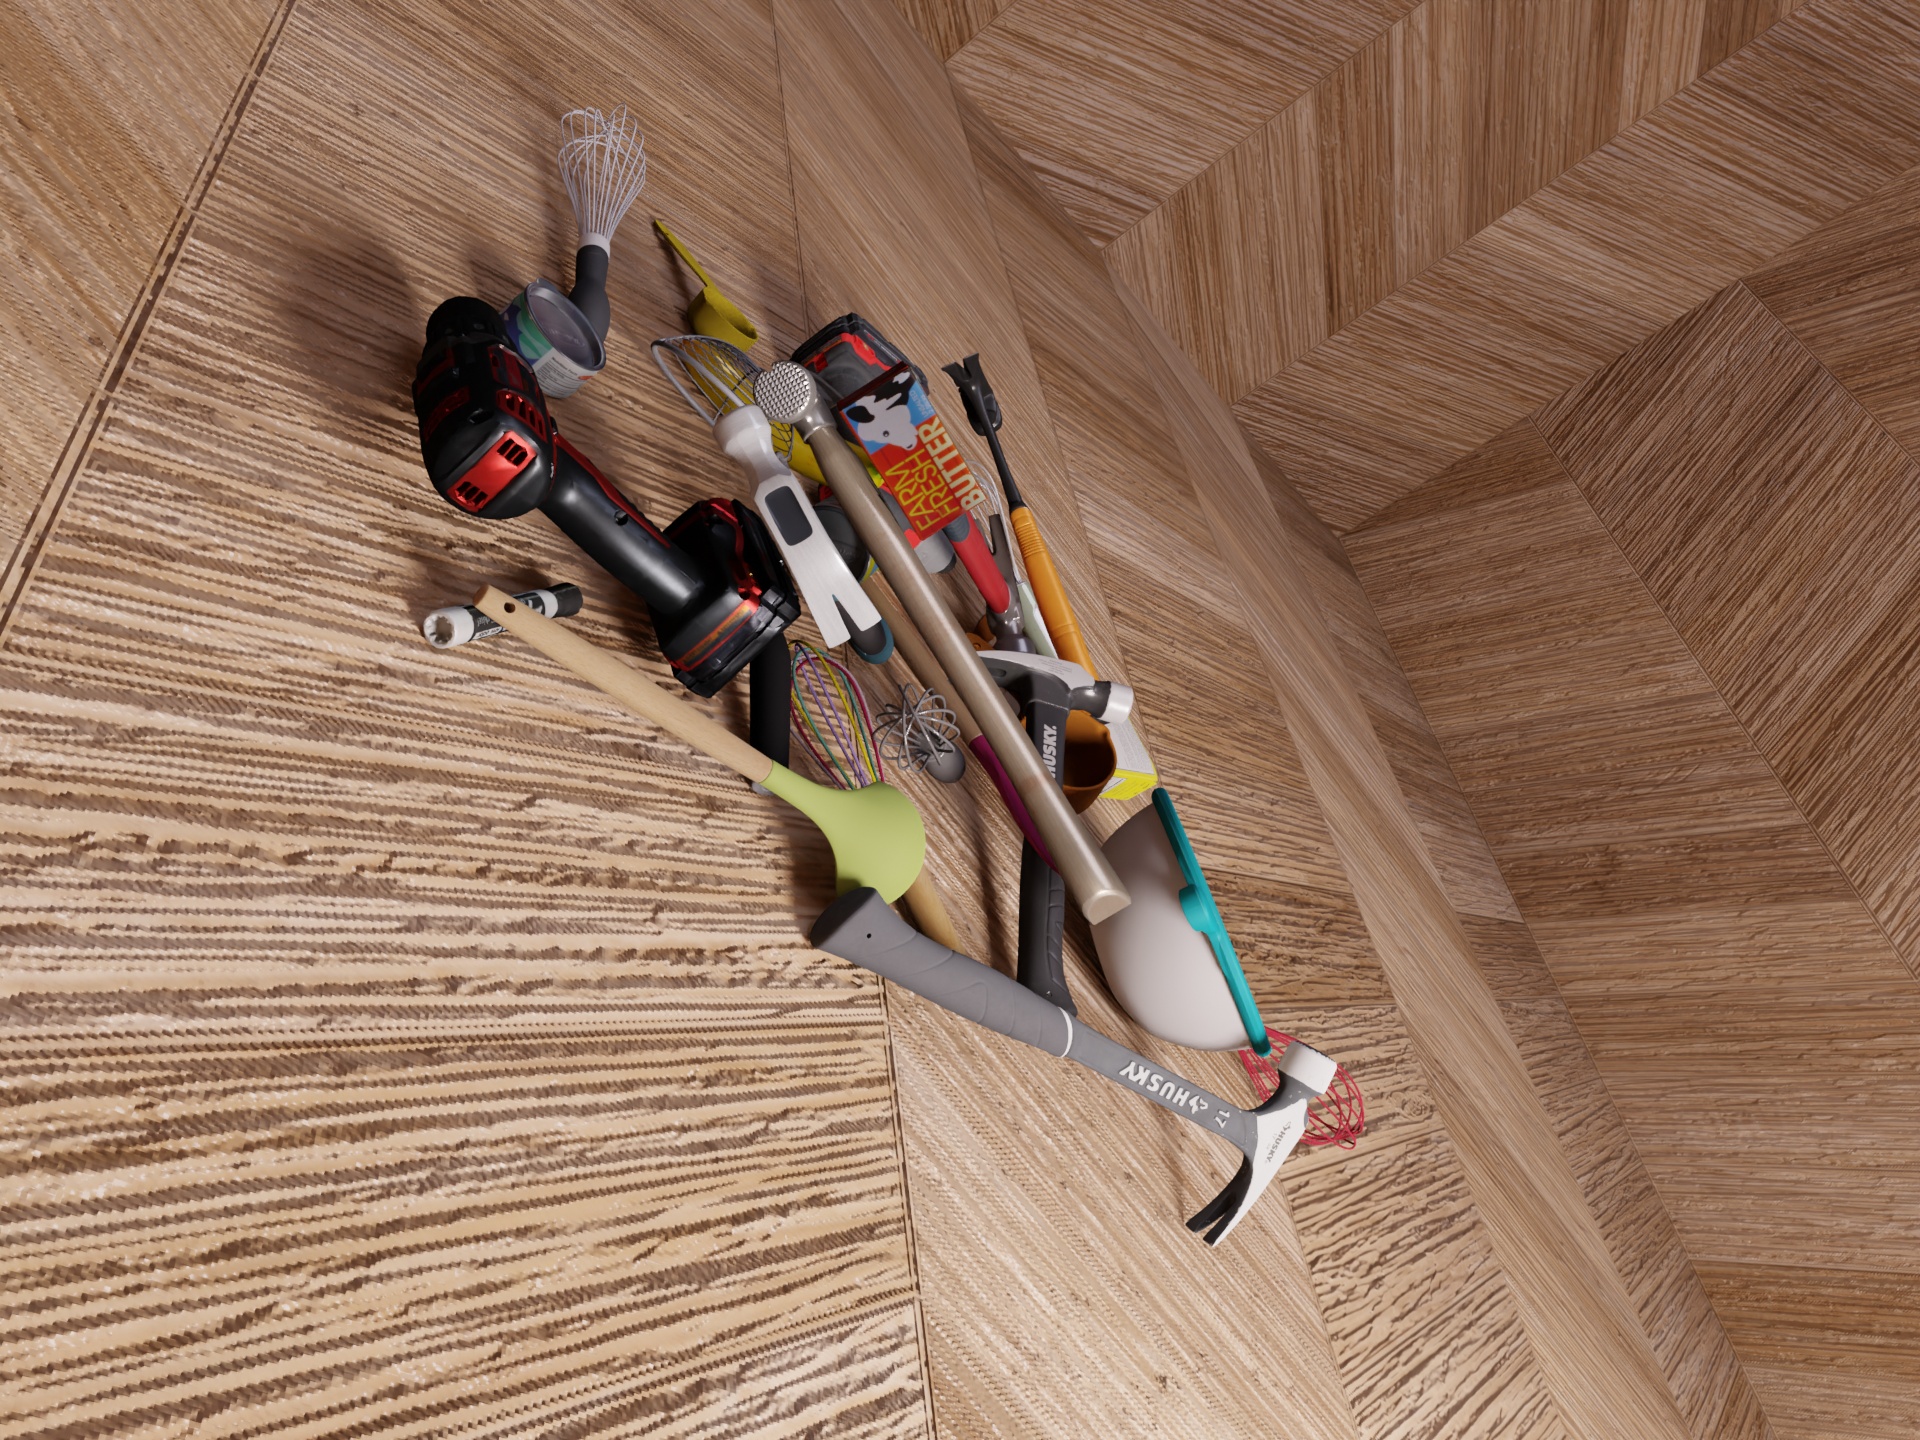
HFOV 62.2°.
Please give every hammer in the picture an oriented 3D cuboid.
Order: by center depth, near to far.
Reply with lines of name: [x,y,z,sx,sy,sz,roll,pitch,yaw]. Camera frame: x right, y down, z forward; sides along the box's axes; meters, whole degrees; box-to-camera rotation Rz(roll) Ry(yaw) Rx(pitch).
hammer: [0.072,0.205,0.990,0.408,0.149,0.036,32,-6,-31]
hammer: [-0.079,-0.086,0.998,0.128,0.033,0.331,61,0,10]
hammer: [-0.005,-0.050,1.052,0.410,0.038,0.146,59,8,-1]
hammer: [0.054,0.078,1.138,0.146,0.035,0.335,16,45,-12]
hammer: [-0.005,-0.162,1.211,0.386,0.038,0.143,53,24,-69]
hammer: [0.061,-0.151,1.362,0.127,0.034,0.337,46,23,-74]

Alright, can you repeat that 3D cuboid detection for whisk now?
whisk: [-0.053,0.059,1.004,0.245,0.047,0.051,63,24,6]
whisk: [-0.018,0.018,1.048,0.055,0.055,0.239,61,1,11]
whisk: [-0.259,-0.351,1.126,0.070,0.070,0.285,38,33,-40]
whisk: [0.232,0.255,1.310,0.295,0.073,0.073,44,24,-14]
whisk: [0.049,-0.131,1.479,0.058,0.059,0.246,-23,85,-56]

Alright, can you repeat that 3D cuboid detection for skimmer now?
skimmer: [-0.153,-0.106,1.031,0.127,0.090,0.364,55,25,-54]

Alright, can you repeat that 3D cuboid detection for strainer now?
strainer: [0.137,0.152,1.119,0.340,0.095,0.211,42,26,-76]

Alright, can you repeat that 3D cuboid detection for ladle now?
ladle: [-0.134,0.016,0.865,0.319,0.062,0.078,36,64,-35]

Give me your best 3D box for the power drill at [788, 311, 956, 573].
power drill: [-0.067,-0.221,1.324,0.143,0.078,0.220,33,34,-45]

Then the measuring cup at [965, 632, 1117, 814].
measuring cup: [0.049,0.005,1.266,0.095,0.052,0.174,-20,59,-37]

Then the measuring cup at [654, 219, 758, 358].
measuring cup: [-0.213,-0.343,1.262,0.157,0.029,0.062,54,18,27]

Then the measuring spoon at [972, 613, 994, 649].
measuring spoon: [0.025,-0.081,1.400,0.021,0.011,0.117,54,21,-6]

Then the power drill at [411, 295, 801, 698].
power drill: [-0.203,-0.132,0.875,0.226,0.080,0.188,39,15,-39]

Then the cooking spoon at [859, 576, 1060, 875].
cooking spoon: [-0.002,-0.004,1.142,0.319,0.017,0.068,54,21,25]
